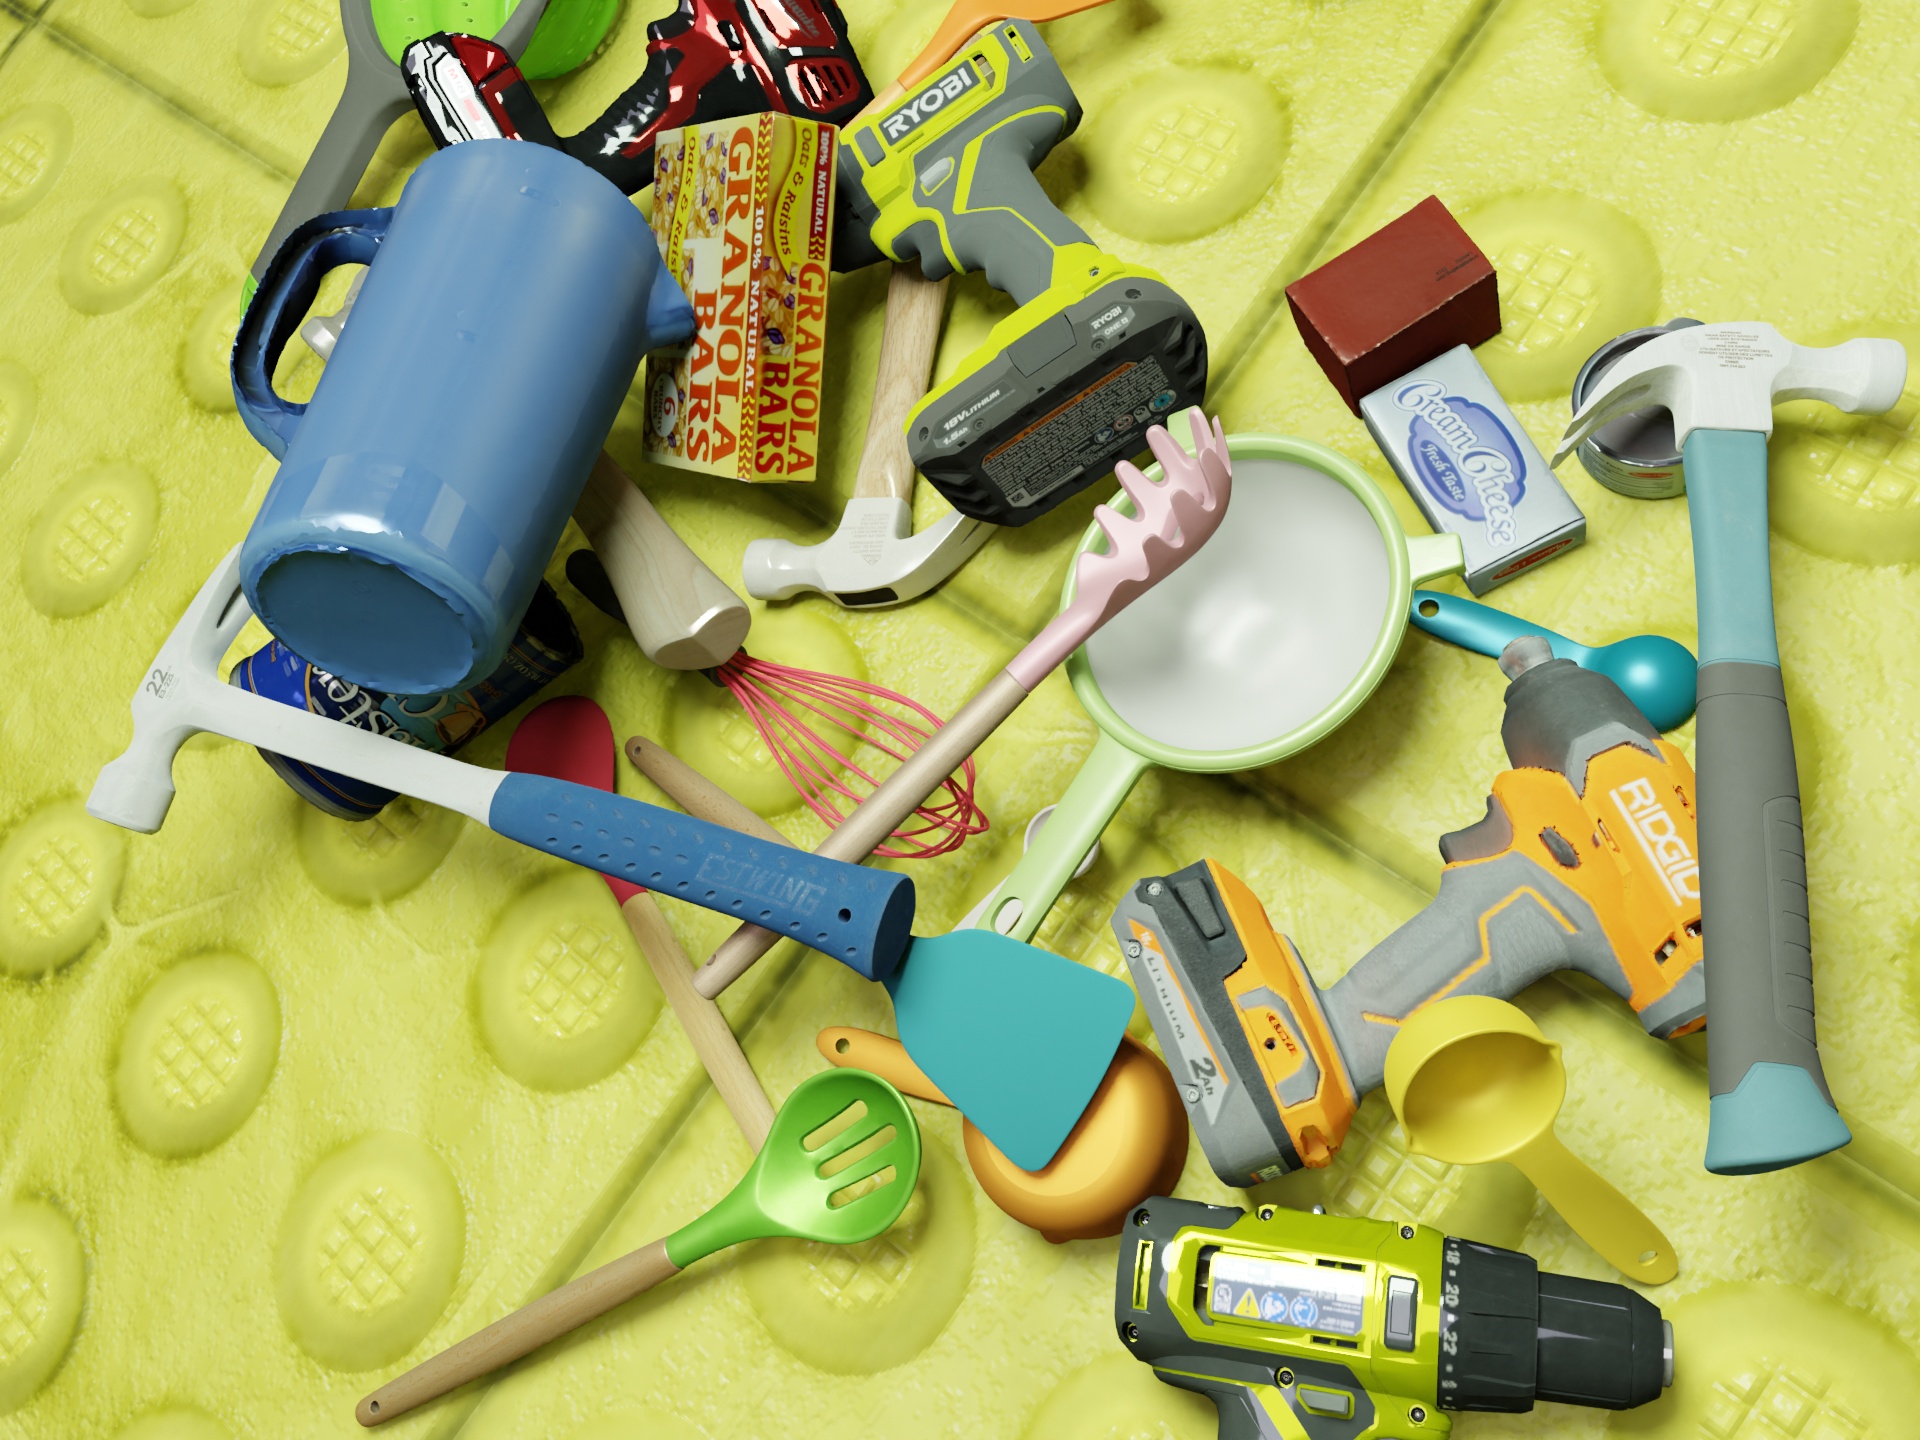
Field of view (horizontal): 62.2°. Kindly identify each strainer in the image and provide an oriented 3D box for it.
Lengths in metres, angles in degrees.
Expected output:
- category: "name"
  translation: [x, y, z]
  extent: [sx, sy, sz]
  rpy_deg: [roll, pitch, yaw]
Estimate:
- category: "strainer"
  translation: [0.093, 0.002, 0.681]
  extent: [0.152, 0.069, 0.256]
  rpy_deg: [35, 91, 33]

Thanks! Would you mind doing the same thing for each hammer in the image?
- category: "hammer"
  translation: [0.282, -0.005, 0.570]
  extent: [0.128, 0.033, 0.331]
  rpy_deg: [6, 66, 8]
- category: "hammer"
  translation: [-0.204, 0.026, 0.688]
  extent: [0.406, 0.035, 0.144]
  rpy_deg: [15, 78, 22]
- category: "hammer"
  translation: [-0.221, -0.163, 0.846]
  extent: [0.146, 0.038, 0.411]
  rpy_deg: [-45, 55, -1]
- category: "hammer"
  translation: [-0.021, -0.214, 0.821]
  extent: [0.130, 0.031, 0.331]
  rpy_deg: [2, 72, 21]

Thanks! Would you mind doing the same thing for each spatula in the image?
- category: "spatula"
  translation: [-0.061, 0.075, 0.701]
  extent: [0.318, 0.044, 0.082]
  rpy_deg: [31, 94, 43]
- category: "spatula"
  translation: [-0.043, -0.307, 0.833]
  extent: [0.322, 0.041, 0.081]
  rpy_deg: [-41, 70, 11]

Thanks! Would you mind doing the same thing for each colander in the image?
- category: "colander"
  translation: [-0.317, -0.392, 0.976]
  extent: [0.205, 0.094, 0.397]
  rpy_deg: [45, 108, 28]

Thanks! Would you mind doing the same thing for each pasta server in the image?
- category: "pasta server"
  translation: [-0.001, -0.002, 0.655]
  extent: [0.316, 0.040, 0.060]
  rpy_deg: [-44, 26, 3]

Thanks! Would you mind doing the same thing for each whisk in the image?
- category: "whisk"
  translation: [-0.098, -0.017, 0.765]
  extent: [0.296, 0.073, 0.073]
  rpy_deg: [32, 84, 32]

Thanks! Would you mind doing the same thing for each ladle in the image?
- category: "ladle"
  translation: [-0.143, 0.107, 0.753]
  extent: [0.069, 0.031, 0.316]
  rpy_deg: [-41, 64, 12]

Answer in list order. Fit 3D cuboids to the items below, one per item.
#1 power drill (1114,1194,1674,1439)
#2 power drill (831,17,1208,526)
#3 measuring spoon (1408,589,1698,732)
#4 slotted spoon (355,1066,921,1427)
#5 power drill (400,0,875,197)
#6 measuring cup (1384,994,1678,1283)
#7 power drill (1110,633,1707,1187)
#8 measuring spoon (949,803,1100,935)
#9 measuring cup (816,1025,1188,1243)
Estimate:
- category: "power drill"
  translation: [0.142, 0.290, 0.552]
  extent: [0.190, 0.080, 0.229]
  rpy_deg: [3, 70, 19]
- category: "power drill"
  translation: [0.006, -0.208, 0.750]
  extent: [0.171, 0.080, 0.223]
  rpy_deg: [-32, 59, 13]
- category: "measuring spoon"
  translation: [0.242, -0.033, 0.660]
  extent: [0.129, 0.021, 0.042]
  rpy_deg: [23, 80, 25]
- category: "slotted spoon"
  translation: [-0.144, 0.240, 0.692]
  extent: [0.314, 0.031, 0.070]
  rpy_deg: [-31, 71, 14]
- category: "power drill"
  translation: [-0.178, -0.361, 0.846]
  extent: [0.226, 0.080, 0.188]
  rpy_deg: [-29, 97, -9]
- category: "measuring cup"
  translation: [0.205, 0.150, 0.558]
  extent: [0.062, 0.156, 0.029]
  rpy_deg: [-41, 25, 14]
- category: "power drill"
  translation: [0.179, 0.070, 0.617]
  extent: [0.226, 0.084, 0.164]
  rpy_deg: [-24, 64, 6]
- category: "measuring spoon"
  translation: [0.017, 0.088, 0.709]
  extent: [0.034, 0.018, 0.124]
  rpy_deg: [44, 97, 23]
- category: "measuring cup"
  translation: [0.007, 0.155, 0.662]
  extent: [0.174, 0.052, 0.095]
  rpy_deg: [14, 77, 22]
